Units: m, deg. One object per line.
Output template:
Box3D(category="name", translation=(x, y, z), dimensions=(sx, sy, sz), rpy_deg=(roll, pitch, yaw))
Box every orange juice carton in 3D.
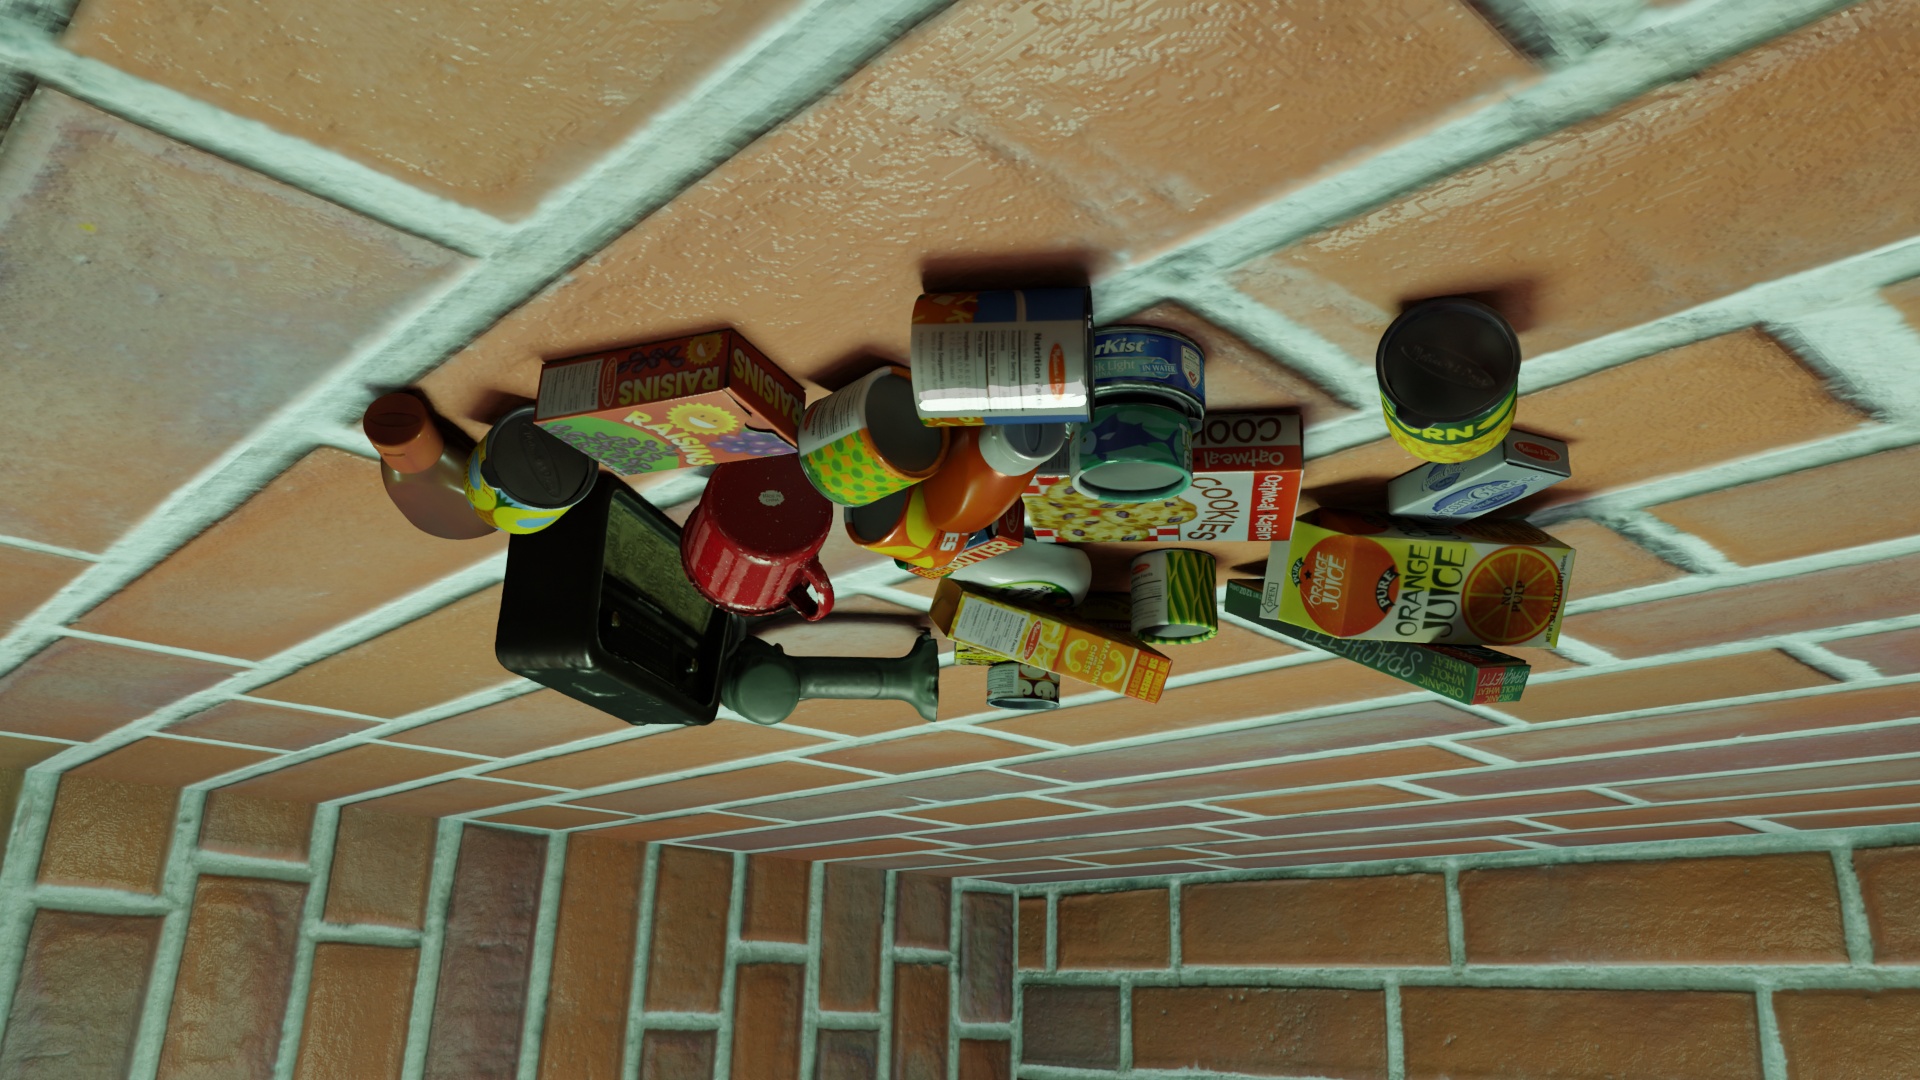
Box3D(category="orange juice carton", translation=(0.298, 0.023, 0.930), dimensions=(0.193, 0.071, 0.073), rpy_deg=(3, -165, -6))

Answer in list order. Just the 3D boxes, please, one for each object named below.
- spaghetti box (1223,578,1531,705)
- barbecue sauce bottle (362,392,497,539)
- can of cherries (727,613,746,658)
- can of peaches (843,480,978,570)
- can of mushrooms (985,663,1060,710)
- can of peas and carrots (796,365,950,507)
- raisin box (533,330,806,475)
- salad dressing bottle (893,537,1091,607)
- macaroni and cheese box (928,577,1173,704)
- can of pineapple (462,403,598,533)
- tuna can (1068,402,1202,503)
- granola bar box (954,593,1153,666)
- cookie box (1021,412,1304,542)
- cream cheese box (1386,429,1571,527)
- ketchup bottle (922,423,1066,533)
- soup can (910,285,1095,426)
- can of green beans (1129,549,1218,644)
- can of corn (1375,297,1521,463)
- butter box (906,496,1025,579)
Box3D(category="spaghetti box", translation=(0.285, 0.067, 0.986), dimensions=(0.050, 0.028, 0.250), rpy_deg=(0, -168, -29))
Box3D(category="barbecue sauce bottle", translation=(-0.331, -0.044, 0.867), dimensions=(0.065, 0.044, 0.148), rpy_deg=(3, 160, -4))
Box3D(category="can of cherries", translation=(-0.226, 0.076, 1.170), dimensions=(0.071, 0.071, 0.058), rpy_deg=(19, 154, -41))
Box3D(category="can of peaches", translation=(-0.031, -0.020, 0.877), dimensions=(0.058, 0.071, 0.071), rpy_deg=(20, 153, -40))
Box3D(category="can of mushrooms", translation=(0.058, 0.132, 1.242), dimensions=(0.071, 0.033, 0.071), rpy_deg=(1, 164, 1))
Box3D(category="can of peas and carrots", translation=(-0.046, -0.056, 0.773), dimensions=(0.071, 0.071, 0.058), rpy_deg=(17, 154, -38))
Box3D(category="raisin box", translation=(-0.160, -0.074, 0.774), dimensions=(0.123, 0.040, 0.086), rpy_deg=(-7, 158, 21))
Box3D(category="salad dressing bottle", translation=(0.023, 0.016, 1.011), dimensions=(0.148, 0.044, 0.064), rpy_deg=(12, 163, -27))
Box3D(category="macaroni and cheese box", translation=(0.065, 0.074, 1.064), dimensions=(0.166, 0.040, 0.124), rpy_deg=(19, -178, -8))
Box3D(category="can of pineapple", translation=(-0.260, -0.042, 0.831), dimensions=(0.071, 0.071, 0.057), rpy_deg=(13, 158, -30))
Box3D(category="tuna can", translation=(0.093, -0.045, 0.737), dimensions=(0.071, 0.033, 0.071), rpy_deg=(2, 161, 1))
Box3D(category="granola bar box", translation=(0.079, 0.079, 1.197), dimensions=(0.166, 0.039, 0.123), rpy_deg=(2, 161, -2))
Box3D(category="cookie box", translation=(0.124, -0.037, 0.860), dimensions=(0.167, 0.040, 0.122), rpy_deg=(-1, 161, 9))
Box3D(category="cream cheese box", translation=(0.321, -0.037, 0.866), dimensions=(0.053, 0.024, 0.103), rpy_deg=(10, 159, -23))
Box3D(category="ketchup bottle", translation=(0.017, -0.046, 0.775), dimensions=(0.043, 0.065, 0.148), rpy_deg=(3, 170, -15))
Box3D(category="soup can", translation=(0.023, -0.090, 0.678), dimensions=(0.084, 0.071, 0.071), rpy_deg=(-1, 161, 9))
Box3D(category="can of green beans", translation=(0.163, 0.044, 1.061), dimensions=(0.071, 0.058, 0.071), rpy_deg=(1, 161, 1))
Box3D(category="can of corn", translation=(0.241, -0.076, 0.689), dimensions=(0.071, 0.071, 0.058), rpy_deg=(-5, 160, 19))
Box3D(category="butter box", translation=(0.003, -0.012, 0.920), dimensions=(0.024, 0.053, 0.103), rpy_deg=(18, 155, -33))
